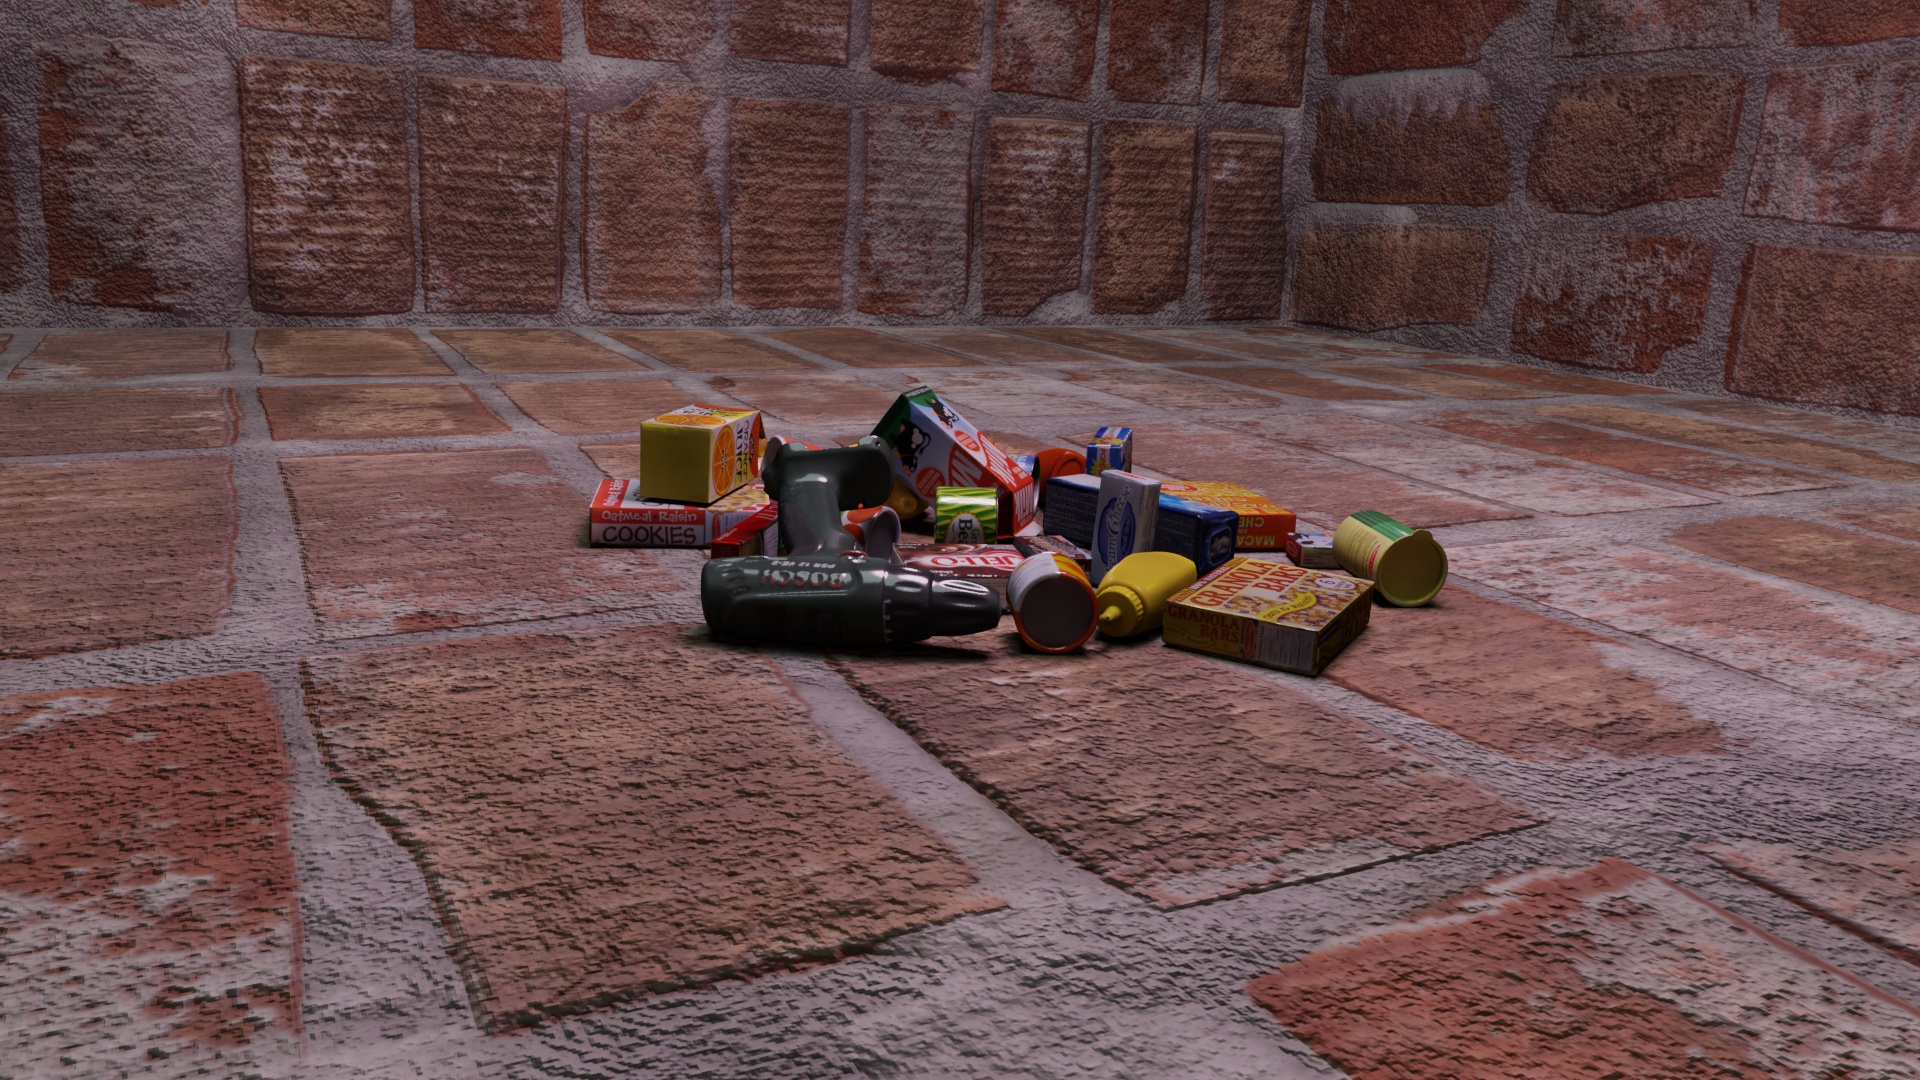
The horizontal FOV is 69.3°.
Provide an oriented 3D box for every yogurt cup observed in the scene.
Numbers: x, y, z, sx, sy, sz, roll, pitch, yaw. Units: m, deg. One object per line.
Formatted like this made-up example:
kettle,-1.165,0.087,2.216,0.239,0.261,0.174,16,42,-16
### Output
yogurt cup,-0.184,-0.080,1.536,0.054,0.072,0.072,4,11,-31

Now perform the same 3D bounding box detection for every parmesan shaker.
parmesan shaker,0.391,0.012,1.265,0.071,0.071,0.103,1,14,-8

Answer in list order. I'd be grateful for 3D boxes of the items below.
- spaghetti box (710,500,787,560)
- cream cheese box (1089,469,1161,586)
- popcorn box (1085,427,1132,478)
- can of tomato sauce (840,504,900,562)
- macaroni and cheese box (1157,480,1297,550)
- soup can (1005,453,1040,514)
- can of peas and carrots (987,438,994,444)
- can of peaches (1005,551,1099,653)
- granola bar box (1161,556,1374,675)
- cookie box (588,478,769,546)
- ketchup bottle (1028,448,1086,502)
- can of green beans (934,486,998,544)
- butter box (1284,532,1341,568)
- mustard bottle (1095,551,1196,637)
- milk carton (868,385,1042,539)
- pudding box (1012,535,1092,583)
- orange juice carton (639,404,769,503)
spaghetti box,-0.171,-0.003,1.260,0.029,0.050,0.251,6,14,9
cream cheese box,0.144,-0.007,1.226,0.024,0.103,0.053,-4,16,-42
popcorn box,0.164,-0.074,1.530,0.038,0.085,0.127,5,15,12
can of tomato sauce,-0.104,-0.005,1.242,0.083,0.071,0.071,10,16,25
macaroni and cheese box,0.261,-0.028,1.460,0.124,0.040,0.167,0,14,-12
soup can,0.040,-0.062,1.495,0.084,0.071,0.071,5,14,11
can of peas and carrots,0.008,-0.087,1.606,0.071,0.058,0.071,2,14,0
can of peaches,0.073,0.049,1.073,0.071,0.071,0.058,2,14,-4
granola bar box,0.251,0.058,1.123,0.124,0.039,0.166,11,17,28
cookie box,-0.271,-0.026,1.354,0.168,0.040,0.123,1,14,-10
ketchup bottle,0.099,-0.075,1.580,0.043,0.064,0.149,24,1,-15
can of green beans,0.005,-0.018,1.320,0.058,0.071,0.071,1,14,-3
butter box,0.376,0.010,1.364,0.103,0.024,0.053,2,15,-4
mustard bottle,0.142,0.047,1.126,0.065,0.048,0.161,10,16,27
milk carton,0.003,-0.066,1.400,0.190,0.073,0.072,41,22,6
pudding box,0.082,0.019,1.259,0.050,0.030,0.084,0,15,-16
orange juice carton,-0.251,-0.092,1.385,0.072,0.073,0.193,6,13,8
